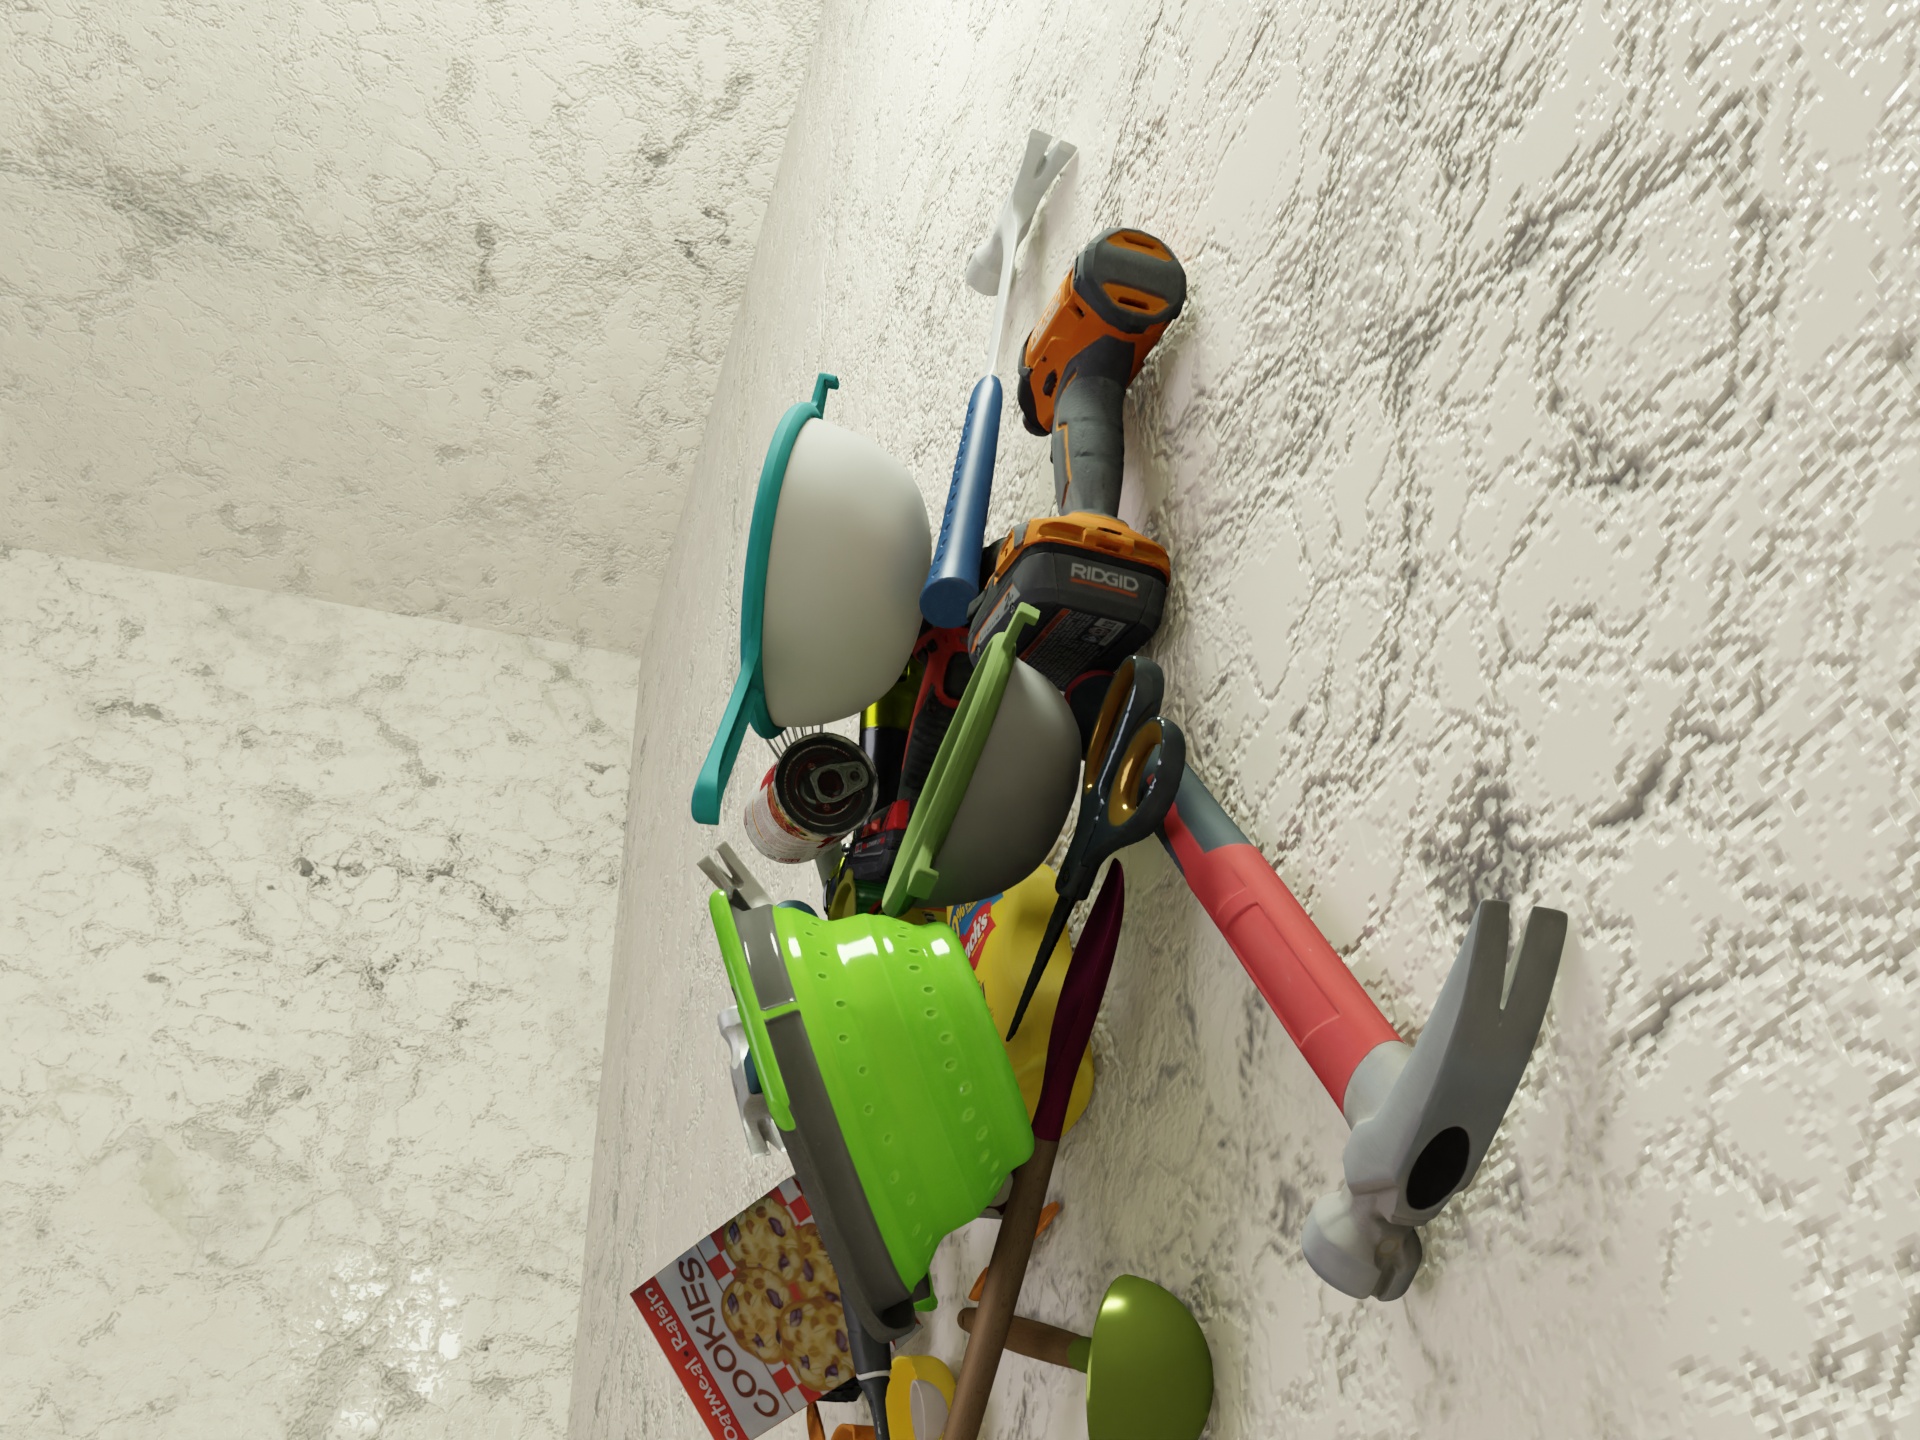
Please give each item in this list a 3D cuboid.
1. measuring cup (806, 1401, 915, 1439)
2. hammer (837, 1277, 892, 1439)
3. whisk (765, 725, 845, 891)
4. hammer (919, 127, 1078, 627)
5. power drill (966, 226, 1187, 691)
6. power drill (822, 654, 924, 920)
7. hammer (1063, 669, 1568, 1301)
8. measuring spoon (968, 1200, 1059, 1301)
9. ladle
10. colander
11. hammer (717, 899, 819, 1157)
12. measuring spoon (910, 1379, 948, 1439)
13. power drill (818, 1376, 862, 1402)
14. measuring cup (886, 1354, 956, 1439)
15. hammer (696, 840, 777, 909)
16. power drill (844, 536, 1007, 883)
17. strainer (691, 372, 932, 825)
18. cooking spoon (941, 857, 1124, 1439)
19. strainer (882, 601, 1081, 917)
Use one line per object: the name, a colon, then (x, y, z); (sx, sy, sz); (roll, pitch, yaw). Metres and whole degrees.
measuring cup: (-0.059, 0.460, 0.978); (0.174, 0.052, 0.095); (-168, 88, -75)
hammer: (-0.046, 0.375, 0.873); (0.149, 0.036, 0.409); (97, 165, -45)
whisk: (-0.119, 0.060, 1.270); (0.059, 0.058, 0.246); (37, 145, 56)
hammer: (0.020, -0.227, 1.036); (0.144, 0.035, 0.406); (122, 162, -49)
power drill: (0.061, -0.134, 0.880); (0.164, 0.084, 0.227); (132, 148, -65)
power drill: (-0.064, 0.052, 1.187); (0.190, 0.080, 0.229); (130, 145, -73)
hammer: (0.115, 0.049, 0.662); (0.387, 0.038, 0.143); (-117, 41, -64)
measuring spoon: (0.031, 0.286, 0.852); (0.021, 0.011, 0.116); (-54, -4, -45)
ladle: (0.037, 0.295, 0.751); (0.320, 0.062, 0.078); (137, 140, -68)
colander: (-0.017, 0.201, 0.761); (0.396, 0.094, 0.205); (77, 171, -54)
hammer: (-0.130, 0.205, 1.090); (0.330, 0.033, 0.128); (111, 146, -57)
measuring spoon: (-0.011, 0.417, 0.851); (0.034, 0.018, 0.124); (143, 121, -72)
power drill: (-0.087, 0.344, 1.103); (0.143, 0.078, 0.219); (-127, 52, -67)
measuring cup: (0.001, 0.401, 0.874); (0.157, 0.029, 0.062); (13, 95, 62)
hammer: (-0.106, 0.179, 1.204); (0.038, 0.146, 0.411); (-41, 16, -14)
power drill: (-0.002, -0.003, 1.020); (0.188, 0.080, 0.227); (153, 128, -69)
strainer: (-0.075, -0.050, 0.942); (0.341, 0.095, 0.210); (-79, -6, -53)
cooking spoon: (0.033, 0.218, 0.745); (0.069, 0.017, 0.319); (-110, 35, -85)
strainer: (0.011, 0.053, 0.835); (0.256, 0.069, 0.151); (116, 176, -71)
